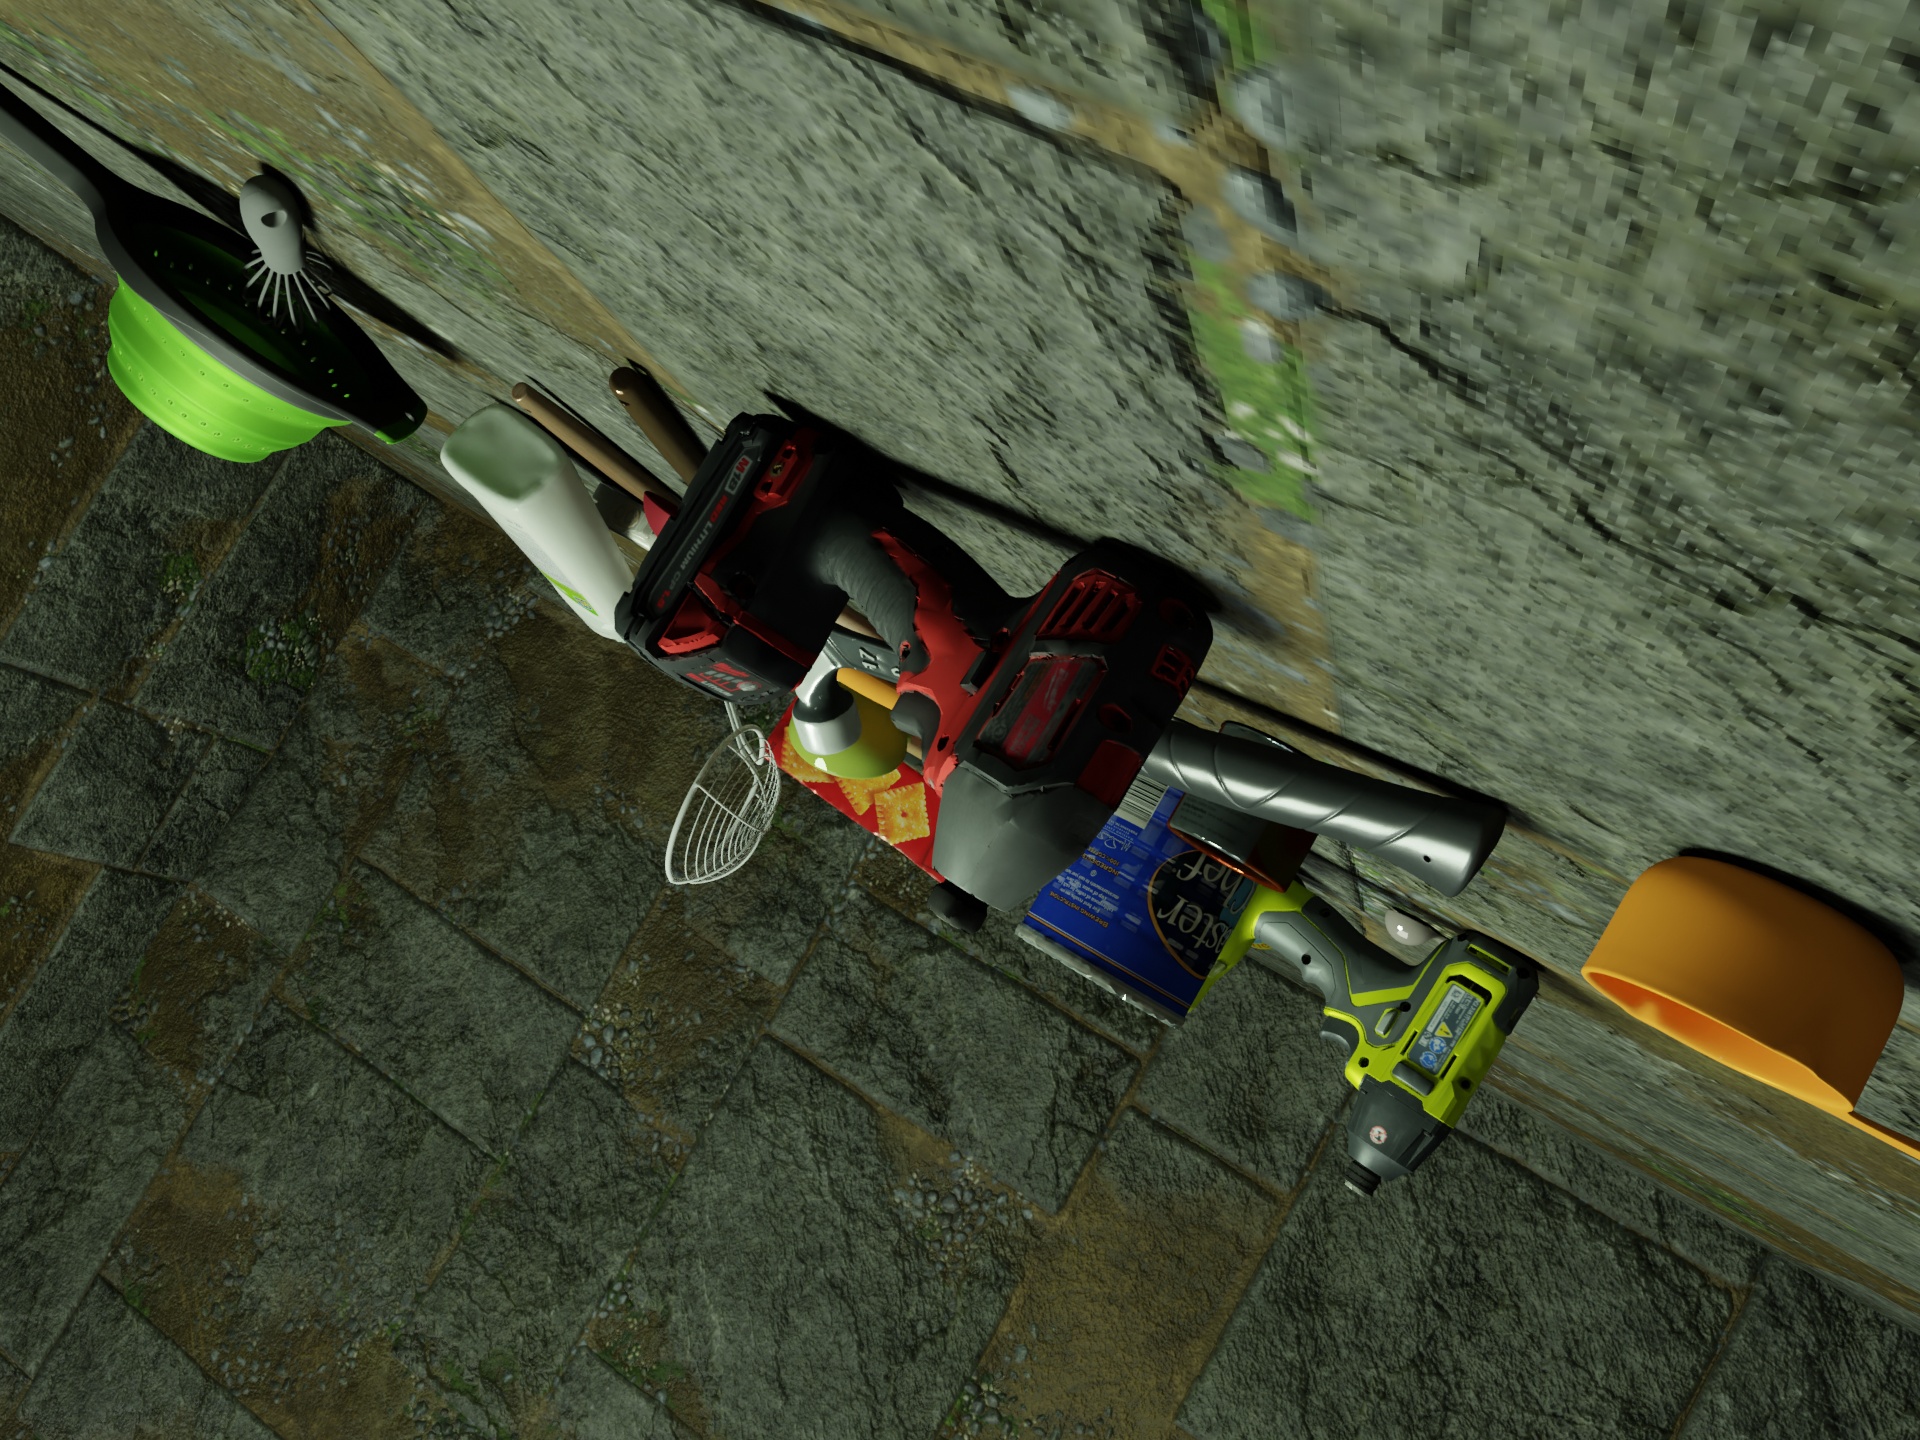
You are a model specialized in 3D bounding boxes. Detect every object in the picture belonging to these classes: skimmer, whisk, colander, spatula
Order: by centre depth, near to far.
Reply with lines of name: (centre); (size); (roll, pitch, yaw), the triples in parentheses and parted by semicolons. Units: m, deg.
whisk: (-0.380, -0.260, 0.885); (0.055, 0.055, 0.239); (32, 171, -17)
colander: (-0.532, -0.284, 0.997); (0.396, 0.094, 0.205); (40, -166, -18)
spatula: (-0.212, -0.156, 1.104); (0.060, 0.018, 0.315); (21, 173, 26)
skimmer: (-0.209, -0.010, 1.257); (0.090, 0.127, 0.364); (5, -148, -22)

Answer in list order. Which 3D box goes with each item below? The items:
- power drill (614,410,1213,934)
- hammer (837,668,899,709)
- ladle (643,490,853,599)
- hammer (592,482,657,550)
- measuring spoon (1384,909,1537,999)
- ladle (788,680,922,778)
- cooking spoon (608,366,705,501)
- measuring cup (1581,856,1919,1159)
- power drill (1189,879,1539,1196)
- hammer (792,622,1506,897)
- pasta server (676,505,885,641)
power drill: (-0.024, -0.022, 0.609); (0.220, 0.143, 0.078); (30, 179, 34)
hammer: (-0.002, -0.003, 0.988); (0.336, 0.034, 0.127); (29, -168, -35)
ladle: (-0.069, -0.079, 0.873); (0.316, 0.031, 0.069); (20, 177, 37)
hammer: (-0.150, -0.083, 1.392); (0.146, 0.038, 0.410); (28, 175, 45)
measuring spoon: (0.339, 0.164, 1.079); (0.124, 0.018, 0.034); (30, 175, -8)
ladle: (-0.041, 0.025, 1.141); (0.078, 0.062, 0.320); (29, 179, 17)
cooking spoon: (-0.146, -0.138, 0.889); (0.069, 0.017, 0.319); (26, 175, 6)
measuring cup: (0.291, 0.101, 0.516); (0.173, 0.052, 0.095); (29, 175, -4)
power drill: (0.224, 0.176, 1.010); (0.223, 0.171, 0.080); (31, 177, 31)
hammer: (0.054, -0.003, 0.735); (0.409, 0.036, 0.149); (18, 134, 39)
pasta server: (-0.069, -0.056, 1.075); (0.316, 0.040, 0.060); (31, -140, -17)
